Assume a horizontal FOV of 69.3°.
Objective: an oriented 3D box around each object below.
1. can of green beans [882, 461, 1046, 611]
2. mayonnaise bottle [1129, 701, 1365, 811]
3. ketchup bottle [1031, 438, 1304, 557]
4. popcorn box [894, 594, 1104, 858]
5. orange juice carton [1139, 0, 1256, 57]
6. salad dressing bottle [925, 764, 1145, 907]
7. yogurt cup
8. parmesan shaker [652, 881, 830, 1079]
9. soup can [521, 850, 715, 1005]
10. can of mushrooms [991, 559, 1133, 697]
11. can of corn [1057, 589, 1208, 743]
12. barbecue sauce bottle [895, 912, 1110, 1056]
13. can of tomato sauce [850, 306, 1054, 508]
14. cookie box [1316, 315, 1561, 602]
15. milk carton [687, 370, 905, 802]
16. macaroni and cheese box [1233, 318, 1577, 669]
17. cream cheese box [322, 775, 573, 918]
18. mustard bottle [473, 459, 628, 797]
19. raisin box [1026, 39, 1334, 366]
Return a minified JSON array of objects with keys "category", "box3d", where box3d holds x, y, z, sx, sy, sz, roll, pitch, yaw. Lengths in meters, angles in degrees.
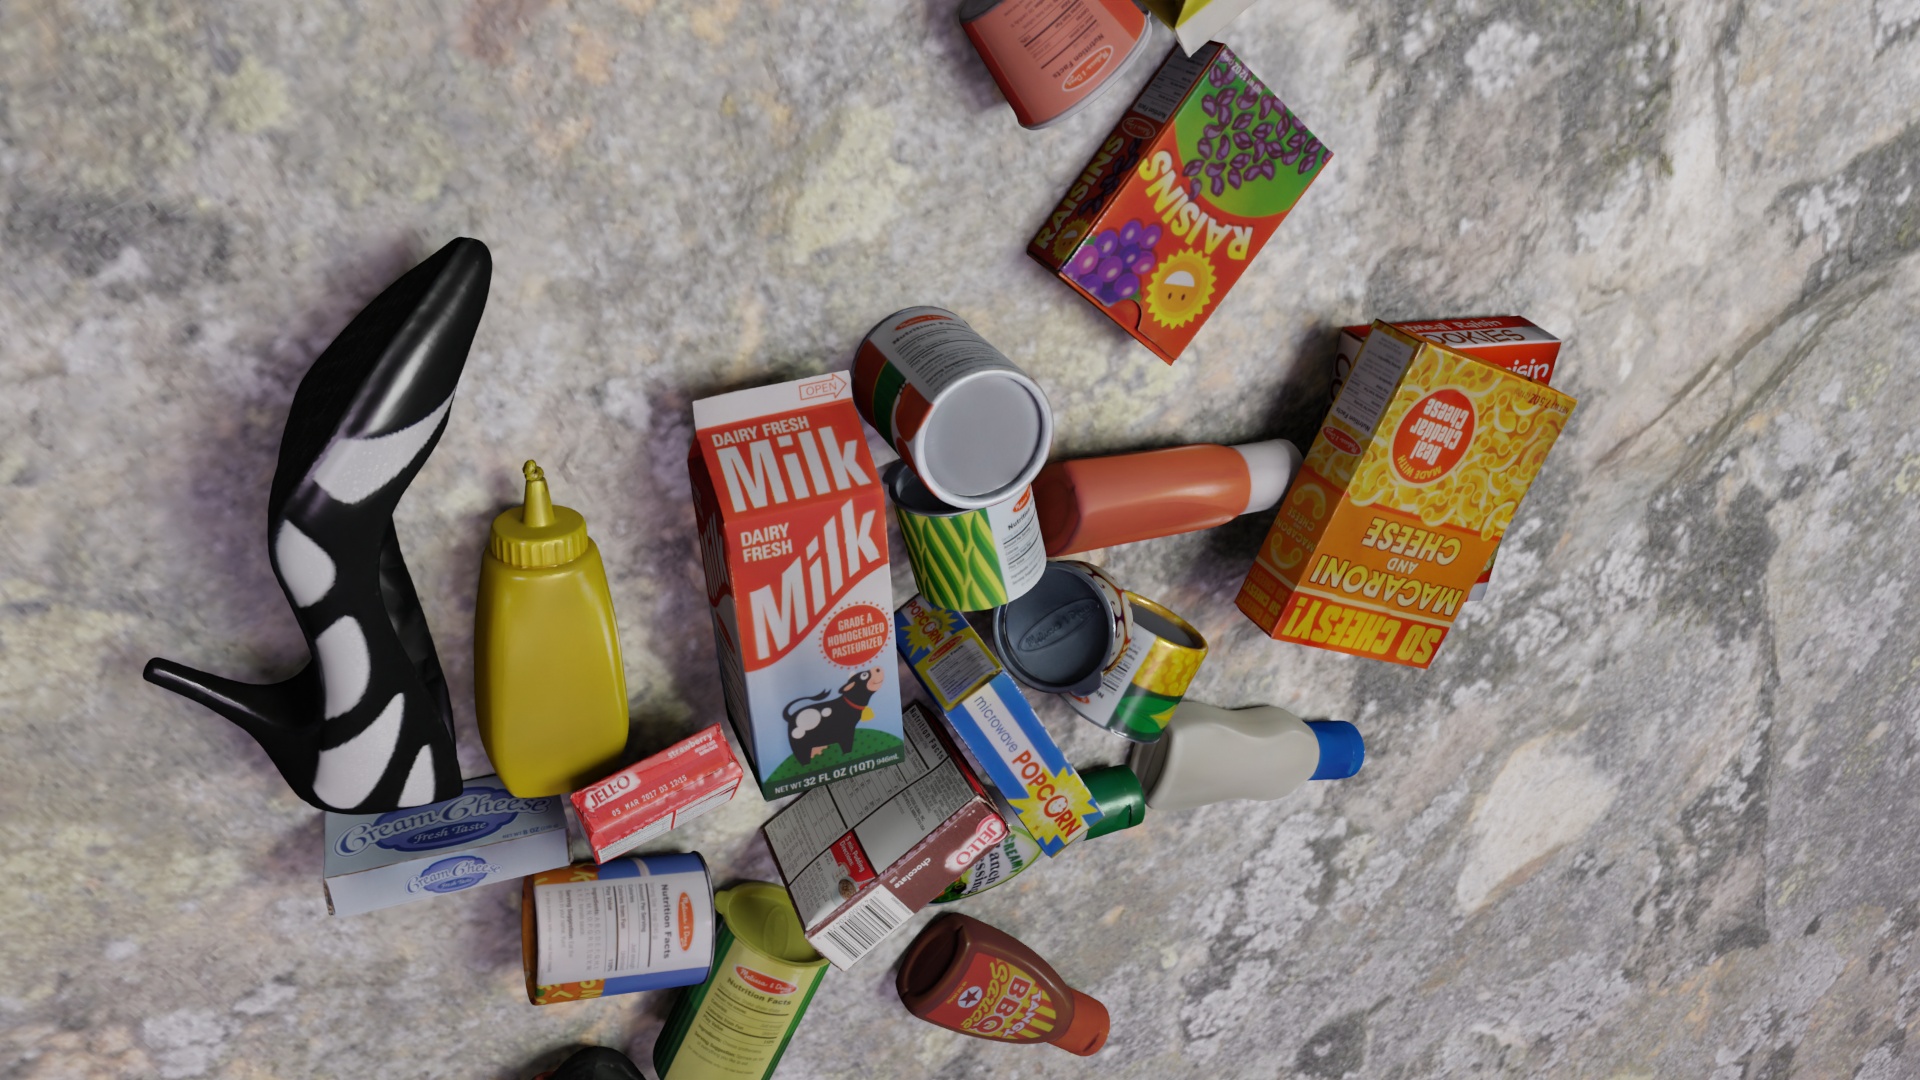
[{"category":"can of green beans","box3d":[0.004,-0.008,0.663,0.071,0.071,0.057,-22,124,-13]},{"category":"mayonnaise bottle","box3d":[0.175,0.128,0.834,0.148,0.041,0.064,3,117,-28]},{"category":"ketchup bottle","box3d":[0.108,-0.025,0.710,0.149,0.043,0.064,-9,163,-26]},{"category":"popcorn box","box3d":[0.017,0.093,0.711,0.038,0.085,0.126,-36,125,-5]},{"category":"orange juice carton","box3d":[0.073,-0.287,0.541,0.072,0.073,0.192,-41,126,0]},{"category":"salad dressing bottle","box3d":[0.031,0.162,0.781,0.148,0.044,0.064,-13,122,-19]},{"category":"yogurt cup","box3d":[0.036,-0.211,0.571,0.072,0.072,0.054,-44,118,2]},{"category":"parmesan shaker","box3d":[-0.118,0.243,0.742,0.071,0.071,0.102,17,109,-31]},{"category":"soup can","box3d":[-0.171,0.192,0.690,0.084,0.071,0.071,0,116,-24]},{"category":"can of mushrooms","box3d":[0.053,0.045,0.704,0.071,0.071,0.033,-61,160,14]},{"category":"can of corn","box3d":[0.093,0.066,0.746,0.071,0.071,0.058,17,108,-32]},{"category":"barbecue sauce bottle","box3d":[0.032,0.277,0.844,0.148,0.044,0.065,35,97,-35]},{"category":"can of tomato sauce","box3d":[-0.004,-0.059,0.621,0.071,0.083,0.070,-11,120,-20]},{"category":"cookie box","box3d":[0.256,-0.040,0.782,0.123,0.040,0.166,-7,120,-22]},{"category":"milk carton","box3d":[-0.075,0.016,0.634,0.072,0.074,0.189,-14,121,-18]},{"category":"macaroni and cheese box","box3d":[0.233,-0.020,0.731,0.124,0.040,0.166,13,110,-31]},{"category":"cream cheese box","box3d":[-0.234,0.136,0.635,0.104,0.053,0.024,-9,118,-21]},{"category":"mustard bottle","box3d":[-0.181,0.036,0.609,0.065,0.049,0.159,-9,119,-27]},{"category":"raisin box","box3d":[0.102,-0.156,0.646,0.086,0.040,0.123,31,101,-35]}]
